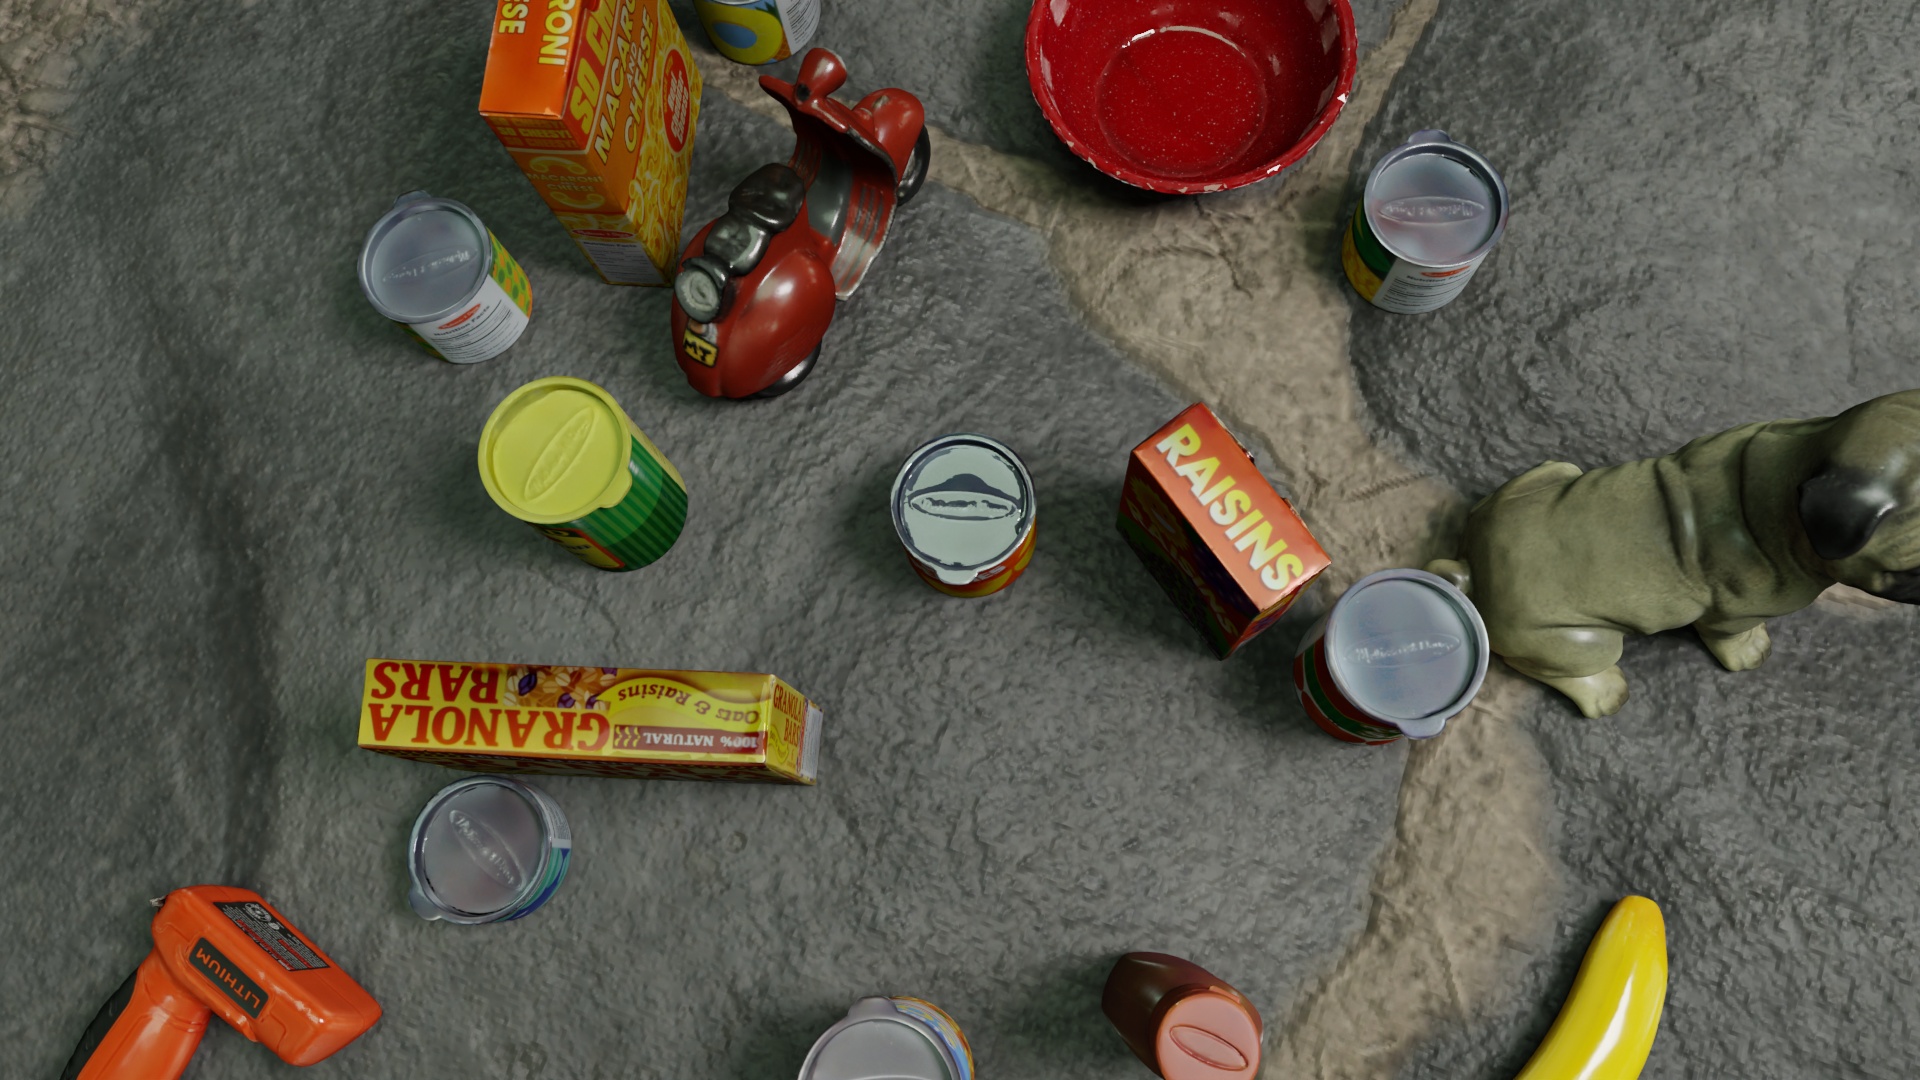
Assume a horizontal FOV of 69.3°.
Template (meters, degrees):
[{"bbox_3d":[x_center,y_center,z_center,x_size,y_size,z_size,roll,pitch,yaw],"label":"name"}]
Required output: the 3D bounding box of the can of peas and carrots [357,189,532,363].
[{"bbox_3d":[-0.257,-0.131,0.696,0.071,0.058,0.071,-1,76,3],"label":"can of peas and carrots"}]

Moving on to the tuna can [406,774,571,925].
[{"bbox_3d":[-0.216,0.143,0.635,0.071,0.032,0.071,-1,76,3],"label":"tuna can"}]

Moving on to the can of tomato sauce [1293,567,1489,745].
[{"bbox_3d":[0.186,0.055,0.608,0.071,0.083,0.071,-1,76,3],"label":"can of tomato sauce"}]

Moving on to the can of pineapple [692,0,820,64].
[{"bbox_3d":[-0.112,-0.294,0.730,0.071,0.057,0.071,-1,76,3],"label":"can of pineapple"}]

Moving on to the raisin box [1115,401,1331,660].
[{"bbox_3d":[0.111,0.000,0.606,0.040,0.123,0.086,-35,76,-5],"label":"raisin box"}]

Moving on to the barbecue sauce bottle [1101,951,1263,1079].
[{"bbox_3d":[0.089,0.190,0.545,0.065,0.148,0.044,23,79,9],"label":"barbecue sauce bottle"}]

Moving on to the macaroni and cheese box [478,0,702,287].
[{"bbox_3d":[-0.166,-0.211,0.655,0.040,0.166,0.124,4,76,5],"label":"macaroni and cheese box"}]

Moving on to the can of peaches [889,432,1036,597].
[{"bbox_3d":[0.002,-0.008,0.648,0.071,0.058,0.071,-1,76,3],"label":"can of peaches"}]

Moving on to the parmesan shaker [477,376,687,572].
[{"bbox_3d":[-0.168,-0.025,0.640,0.071,0.103,0.071,-1,76,3],"label":"parmesan shaker"}]

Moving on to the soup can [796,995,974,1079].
[{"bbox_3d":[-0.029,0.223,0.577,0.071,0.083,0.071,-1,76,3],"label":"soup can"}]

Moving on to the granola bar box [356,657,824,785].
[{"bbox_3d":[-0.151,0.081,0.600,0.166,0.124,0.039,2,76,4],"label":"granola bar box"}]

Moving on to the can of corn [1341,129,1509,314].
[{"bbox_3d":[0.223,-0.153,0.672,0.071,0.058,0.071,-1,76,3],"label":"can of corn"}]
